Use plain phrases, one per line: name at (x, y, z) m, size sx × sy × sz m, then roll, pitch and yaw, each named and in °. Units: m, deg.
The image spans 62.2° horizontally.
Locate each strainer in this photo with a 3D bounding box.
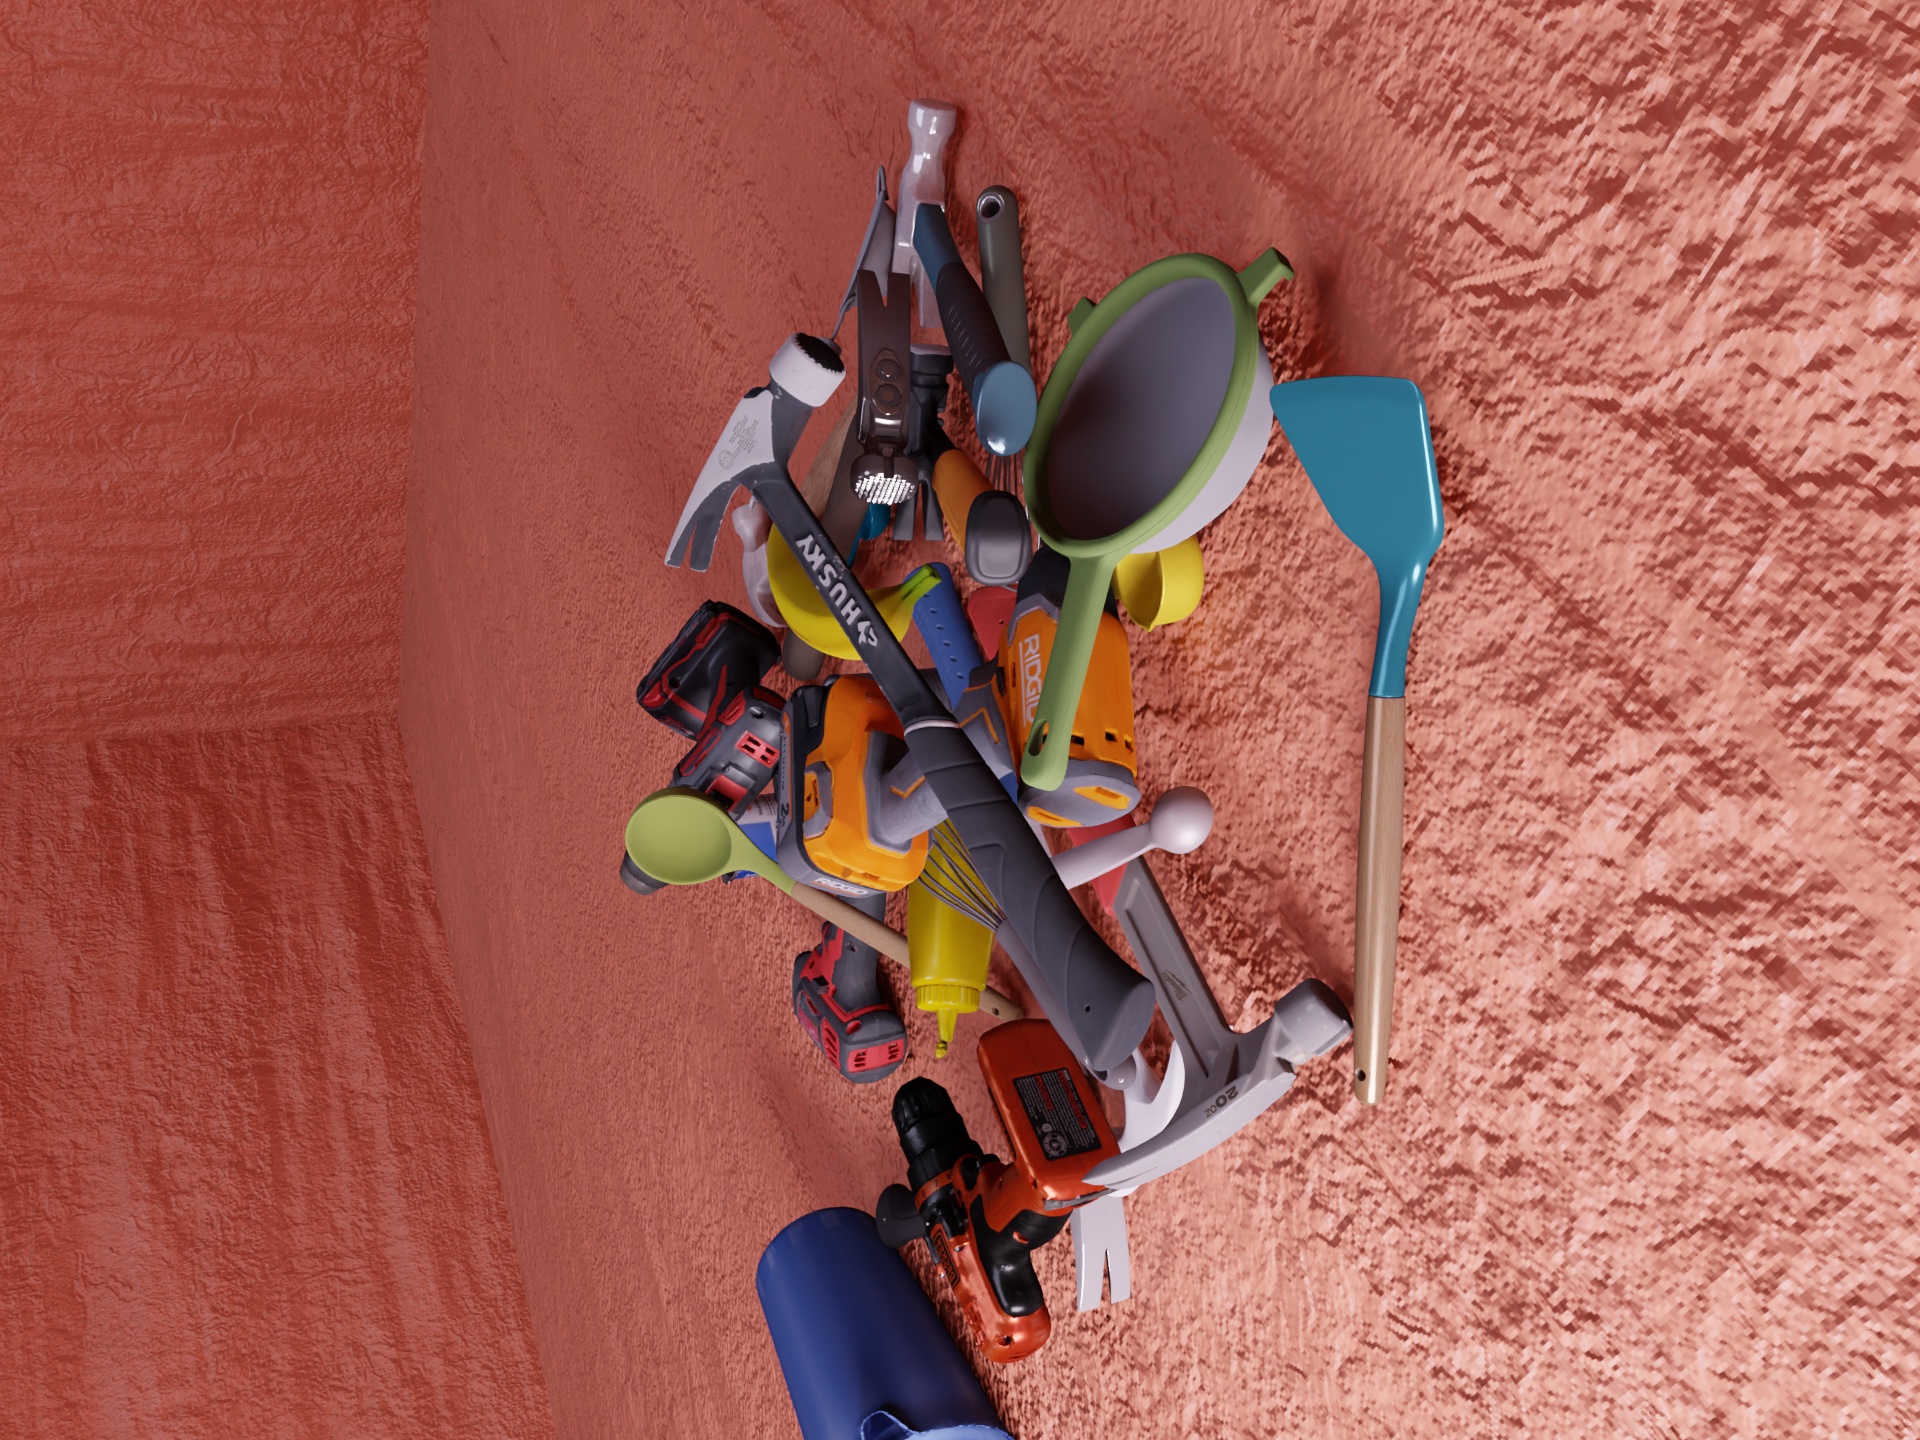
strainer at (-0.083, -0.249, 1.047) m, size 0.258 × 0.050 × 0.087 m, roll -66°, pitch 9°, yaw -14°
strainer at (0.087, -0.086, 0.742) m, size 0.151 × 0.069 × 0.256 m, roll 6°, pitch 79°, yaw 57°

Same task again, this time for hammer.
hammer at (0.067, 0.061, 0.849) m, size 0.149 × 0.036 × 0.359 m, roll -41°, pitch 47°, yaw 20°
hammer at (-0.028, -0.007, 0.789) m, size 0.149 × 0.036 × 0.409 m, roll -47°, pitch 60°, yaw 26°
hammer at (0.045, 0.065, 0.944) m, size 0.406 × 0.035 × 0.144 m, roll 67°, pitch 149°, yaw 31°
hammer at (-0.106, -0.175, 1.206) m, size 0.331 × 0.031 × 0.130 m, roll -44°, pitch 56°, yaw 57°
hammer at (0.015, 0.320, 1.052) m, size 0.334 × 0.035 × 0.146 m, roll -44°, pitch 55°, yaw 57°
hammer at (-0.004, -0.126, 0.883) m, size 0.337 × 0.034 × 0.127 m, roll -110°, pitch 23°, yaw -69°
hammer at (-0.003, -0.243, 0.899) m, size 0.331 × 0.033 × 0.128 m, roll -105°, pitch 21°, yaw -53°
hammer at (-0.084, -0.134, 1.087) m, size 0.410 × 0.038 × 0.146 m, roll 123°, pitch 148°, yaw -67°

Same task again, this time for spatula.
spatula at (0.171, 0.015, 0.677) m, size 0.082 × 0.044 × 0.317 m, roll 14°, pitch 109°, yaw 55°

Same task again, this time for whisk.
whisk at (0.029, 0.121, 0.898) m, size 0.239 × 0.055 × 0.055 m, roll 50°, pitch 137°, yaw 43°
whisk at (0.031, -0.193, 0.923) m, size 0.058 × 0.059 × 0.246 m, roll -8°, pitch 82°, yaw 27°

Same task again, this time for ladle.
ladle at (-0.098, 0.130, 1.073) m, size 0.320 × 0.062 × 0.078 m, roll 26°, pitch 126°, yaw 27°

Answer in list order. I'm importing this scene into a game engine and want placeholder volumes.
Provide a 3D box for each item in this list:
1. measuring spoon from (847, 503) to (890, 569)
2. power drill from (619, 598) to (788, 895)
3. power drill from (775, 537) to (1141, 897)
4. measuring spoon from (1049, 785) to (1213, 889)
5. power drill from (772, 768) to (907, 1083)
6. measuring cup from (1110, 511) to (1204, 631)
measuring spoon at (-0.071, -0.133, 1.168) m, size 0.128 × 0.021 × 0.042 m, roll 121°, pitch 137°, yaw -63°
power drill at (-0.207, 0.020, 1.263) m, size 0.188 × 0.080 × 0.227 m, roll -50°, pitch 26°, yaw 14°
power drill at (-0.001, -0.003, 0.863) m, size 0.226 × 0.084 × 0.164 m, roll -25°, pitch 56°, yaw 40°
measuring spoon at (0.072, 0.065, 0.804) m, size 0.124 × 0.018 × 0.034 m, roll -27°, pitch 53°, yaw 31°
power drill at (-0.088, 0.145, 1.185) m, size 0.143 × 0.078 × 0.219 m, roll 39°, pitch 131°, yaw 55°
measuring cup at (0.090, -0.073, 0.854) m, size 0.156 × 0.029 × 0.062 m, roll 161°, pitch 100°, yaw -75°
